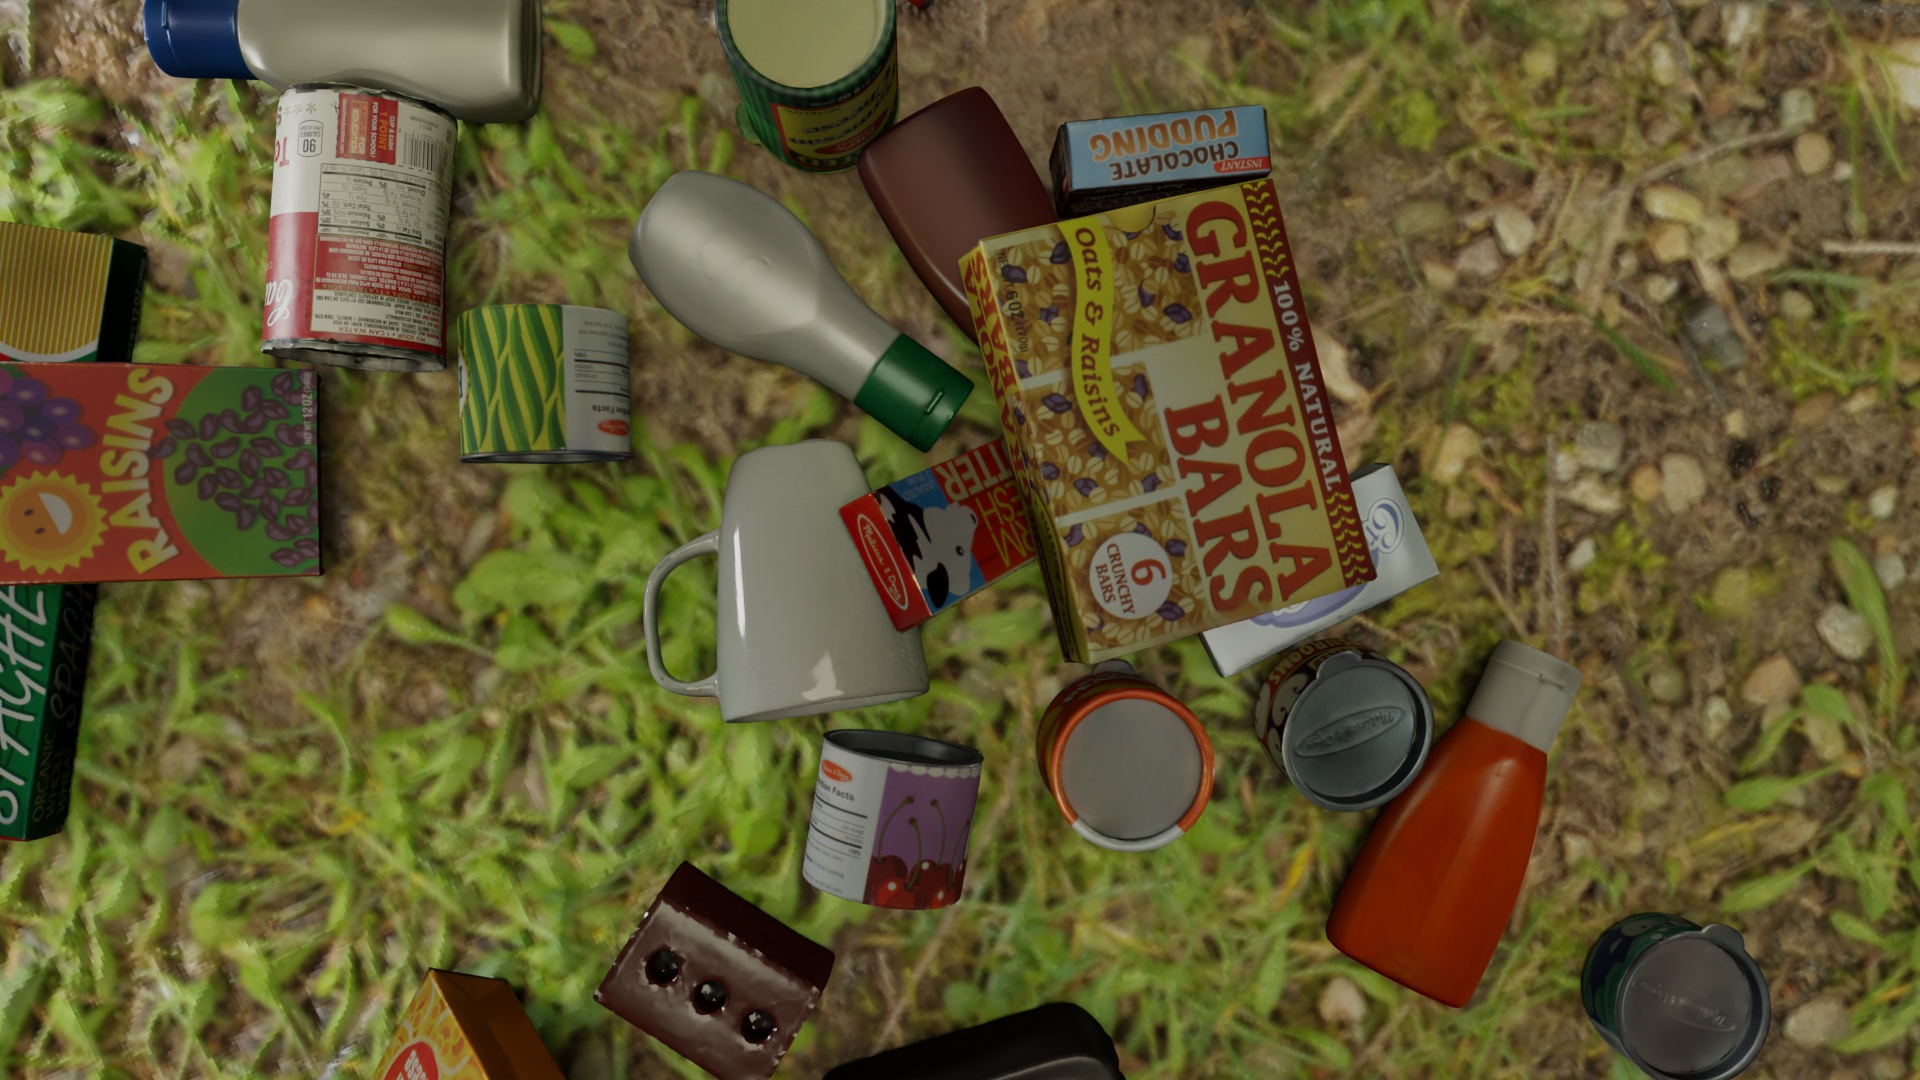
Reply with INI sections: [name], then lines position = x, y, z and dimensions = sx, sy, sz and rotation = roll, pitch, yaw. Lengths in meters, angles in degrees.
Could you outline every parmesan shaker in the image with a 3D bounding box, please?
[parmesan shaker]
position = -0.059, -0.187, 0.541
dimensions = 0.071, 0.103, 0.071
rotation = 0, 91, -2

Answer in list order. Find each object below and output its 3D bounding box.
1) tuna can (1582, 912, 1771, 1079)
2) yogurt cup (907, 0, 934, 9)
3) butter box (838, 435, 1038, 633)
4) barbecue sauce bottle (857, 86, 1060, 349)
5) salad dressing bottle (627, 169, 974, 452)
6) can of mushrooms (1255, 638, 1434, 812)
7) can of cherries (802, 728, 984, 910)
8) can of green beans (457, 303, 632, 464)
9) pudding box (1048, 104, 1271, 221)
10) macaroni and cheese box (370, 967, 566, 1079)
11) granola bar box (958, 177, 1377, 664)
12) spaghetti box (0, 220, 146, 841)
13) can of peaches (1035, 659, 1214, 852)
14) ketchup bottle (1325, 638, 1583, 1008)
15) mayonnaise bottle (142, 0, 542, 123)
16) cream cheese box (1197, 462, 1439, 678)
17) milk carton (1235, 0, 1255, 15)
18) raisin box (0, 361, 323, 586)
[tuna can]
position = 0.304, 0.192, 0.590
dimensions = 0.071, 0.033, 0.071
rotation = 0, 90, -2
[yogurt cup]
position = -0.019, -0.255, 0.564
dimensions = 0.054, 0.072, 0.072
rotation = 37, 89, -10
[butter box]
position = 0.002, -0.007, 0.552
dimensions = 0.024, 0.104, 0.053
rotation = -25, 92, 42
[barbecue sauce bottle]
position = 0.019, -0.108, 0.574
dimensions = 0.065, 0.043, 0.148
rotation = -31, 92, -9
[salad dressing bottle]
position = -0.064, -0.092, 0.572
dimensions = 0.147, 0.044, 0.064
rotation = 35, 87, -3
[can of mushrooms]
position = 0.158, 0.074, 0.577
dimensions = 0.071, 0.033, 0.071
rotation = -2, 104, -9
[can of cherries]
position = -0.025, 0.111, 0.562
dimensions = 0.071, 0.071, 0.058
rotation = 9, 90, -2
[can of green beans]
position = -0.166, -0.061, 0.556
dimensions = 0.071, 0.071, 0.058
rotation = -2, 90, -2
[pudding box]
position = 0.081, -0.155, 0.574
dimensions = 0.084, 0.049, 0.030
rotation = -6, 89, -3
[macaroni and cheese box]
position = -0.206, 0.271, 0.528
dimensions = 0.040, 0.124, 0.166
rotation = 28, 89, -40
[granola bar box]
position = 0.081, -0.047, 0.542
dimensions = 0.124, 0.039, 0.165
rotation = -15, 91, -14
[spaghetti box]
position = -0.379, -0.003, 0.566
dimensions = 0.050, 0.028, 0.250
rotation = 8, 90, -3
[can of peaches]
position = 0.066, 0.087, 0.569
dimensions = 0.071, 0.058, 0.071
rotation = 0, 91, -2
[ketchup bottle]
position = 0.212, 0.115, 0.581
dimensions = 0.065, 0.043, 0.149
rotation = 26, 89, -3
[mayonnaise bottle]
position = -0.249, -0.206, 0.566
dimensions = 0.148, 0.041, 0.064
rotation = 1, 89, -1
[cream cheese box]
position = 0.144, 0.013, 0.589
dimensions = 0.104, 0.024, 0.053
rotation = -26, 92, -2
[milk carton]
position = 0.082, -0.310, 0.563
dimensions = 0.073, 0.072, 0.190
rotation = -26, 91, -2
[raisin box]
position = -0.318, -0.027, 0.544
dimensions = 0.123, 0.040, 0.086
rotation = -1, 91, -23
